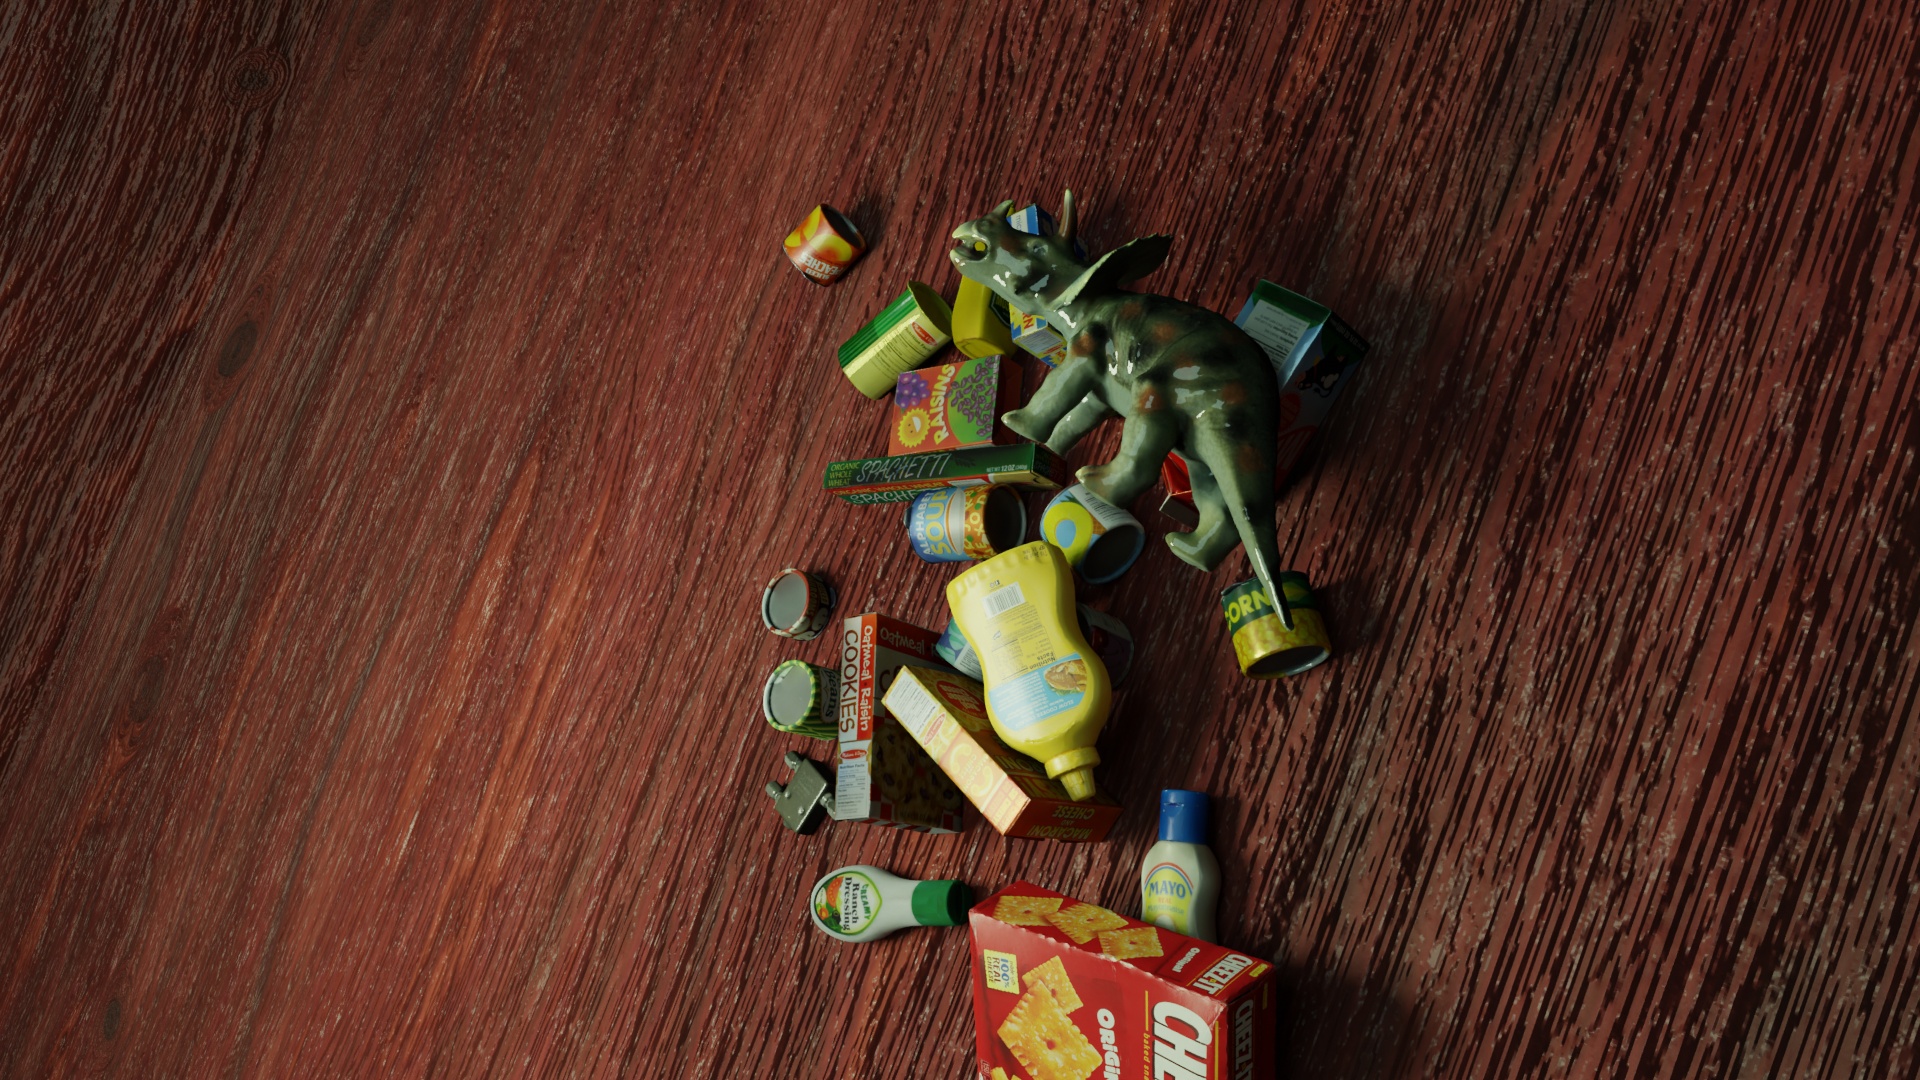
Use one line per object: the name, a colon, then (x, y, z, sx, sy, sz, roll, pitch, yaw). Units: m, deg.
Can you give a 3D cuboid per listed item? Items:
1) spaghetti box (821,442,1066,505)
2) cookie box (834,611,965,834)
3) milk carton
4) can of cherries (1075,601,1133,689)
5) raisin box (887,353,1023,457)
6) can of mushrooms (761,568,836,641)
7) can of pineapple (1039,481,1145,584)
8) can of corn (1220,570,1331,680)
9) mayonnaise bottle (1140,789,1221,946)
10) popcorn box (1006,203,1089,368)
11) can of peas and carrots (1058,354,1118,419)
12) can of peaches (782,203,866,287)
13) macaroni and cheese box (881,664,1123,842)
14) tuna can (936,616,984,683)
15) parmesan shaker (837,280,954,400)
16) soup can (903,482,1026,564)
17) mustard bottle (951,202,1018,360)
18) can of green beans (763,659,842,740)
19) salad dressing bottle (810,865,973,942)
spaghetti box: (-0.020, -0.059, 1.260, 0.250, 0.050, 0.029, -3, 71, 39)
cookie box: (-0.048, 0.154, 1.158, 0.040, 0.123, 0.168, -13, 67, 35)
milk carton: (0.220, -0.093, 1.063, 0.073, 0.072, 0.190, 38, 99, 42)
can of cherries: (0.094, 0.088, 1.109, 0.071, 0.058, 0.072, -14, 66, 35)
raisin box: (-0.005, -0.117, 1.276, 0.123, 0.040, 0.086, -5, 72, 39)
can of mushrooms: (-0.156, 0.061, 1.339, 0.071, 0.033, 0.071, -15, 65, 35)
can of pineapple: (0.107, -0.005, 1.127, 0.071, 0.071, 0.058, -52, 50, 13)
can of corn: (0.226, 0.062, 1.003, 0.071, 0.071, 0.058, -28, 60, 29)
mayonnaise bottle: (0.159, 0.257, 1.007, 0.064, 0.041, 0.148, -6, 71, 39)
popcorn box: (0.079, -0.219, 1.212, 0.038, 0.085, 0.127, -19, 63, 33)
can of peas and carrots: (0.125, -0.139, 1.162, 0.058, 0.071, 0.071, -27, 59, 30)
can of peaches: (-0.139, -0.304, 1.432, 0.058, 0.071, 0.071, -41, 53, 20)
macaroni and cheese box: (0.032, 0.168, 1.088, 0.167, 0.124, 0.040, 43, 107, 40)
tuna can: (0.014, 0.092, 1.169, 0.071, 0.071, 0.032, 37, 100, 41)
parmesan shaker: (-0.061, -0.192, 1.327, 0.102, 0.071, 0.071, -36, 55, 25)
soup can: (0.004, -0.015, 1.210, 0.083, 0.071, 0.071, -5, 71, 38)
mustard bottle: (0.034, -0.244, 1.274, 0.048, 0.065, 0.160, -5, 68, 43)
can of green beans: (-0.138, 0.147, 1.277, 0.071, 0.058, 0.071, -14, 66, 35)
salad dressing bottle: (-0.058, 0.304, 1.165, 0.147, 0.044, 0.064, -12, 69, 36)
